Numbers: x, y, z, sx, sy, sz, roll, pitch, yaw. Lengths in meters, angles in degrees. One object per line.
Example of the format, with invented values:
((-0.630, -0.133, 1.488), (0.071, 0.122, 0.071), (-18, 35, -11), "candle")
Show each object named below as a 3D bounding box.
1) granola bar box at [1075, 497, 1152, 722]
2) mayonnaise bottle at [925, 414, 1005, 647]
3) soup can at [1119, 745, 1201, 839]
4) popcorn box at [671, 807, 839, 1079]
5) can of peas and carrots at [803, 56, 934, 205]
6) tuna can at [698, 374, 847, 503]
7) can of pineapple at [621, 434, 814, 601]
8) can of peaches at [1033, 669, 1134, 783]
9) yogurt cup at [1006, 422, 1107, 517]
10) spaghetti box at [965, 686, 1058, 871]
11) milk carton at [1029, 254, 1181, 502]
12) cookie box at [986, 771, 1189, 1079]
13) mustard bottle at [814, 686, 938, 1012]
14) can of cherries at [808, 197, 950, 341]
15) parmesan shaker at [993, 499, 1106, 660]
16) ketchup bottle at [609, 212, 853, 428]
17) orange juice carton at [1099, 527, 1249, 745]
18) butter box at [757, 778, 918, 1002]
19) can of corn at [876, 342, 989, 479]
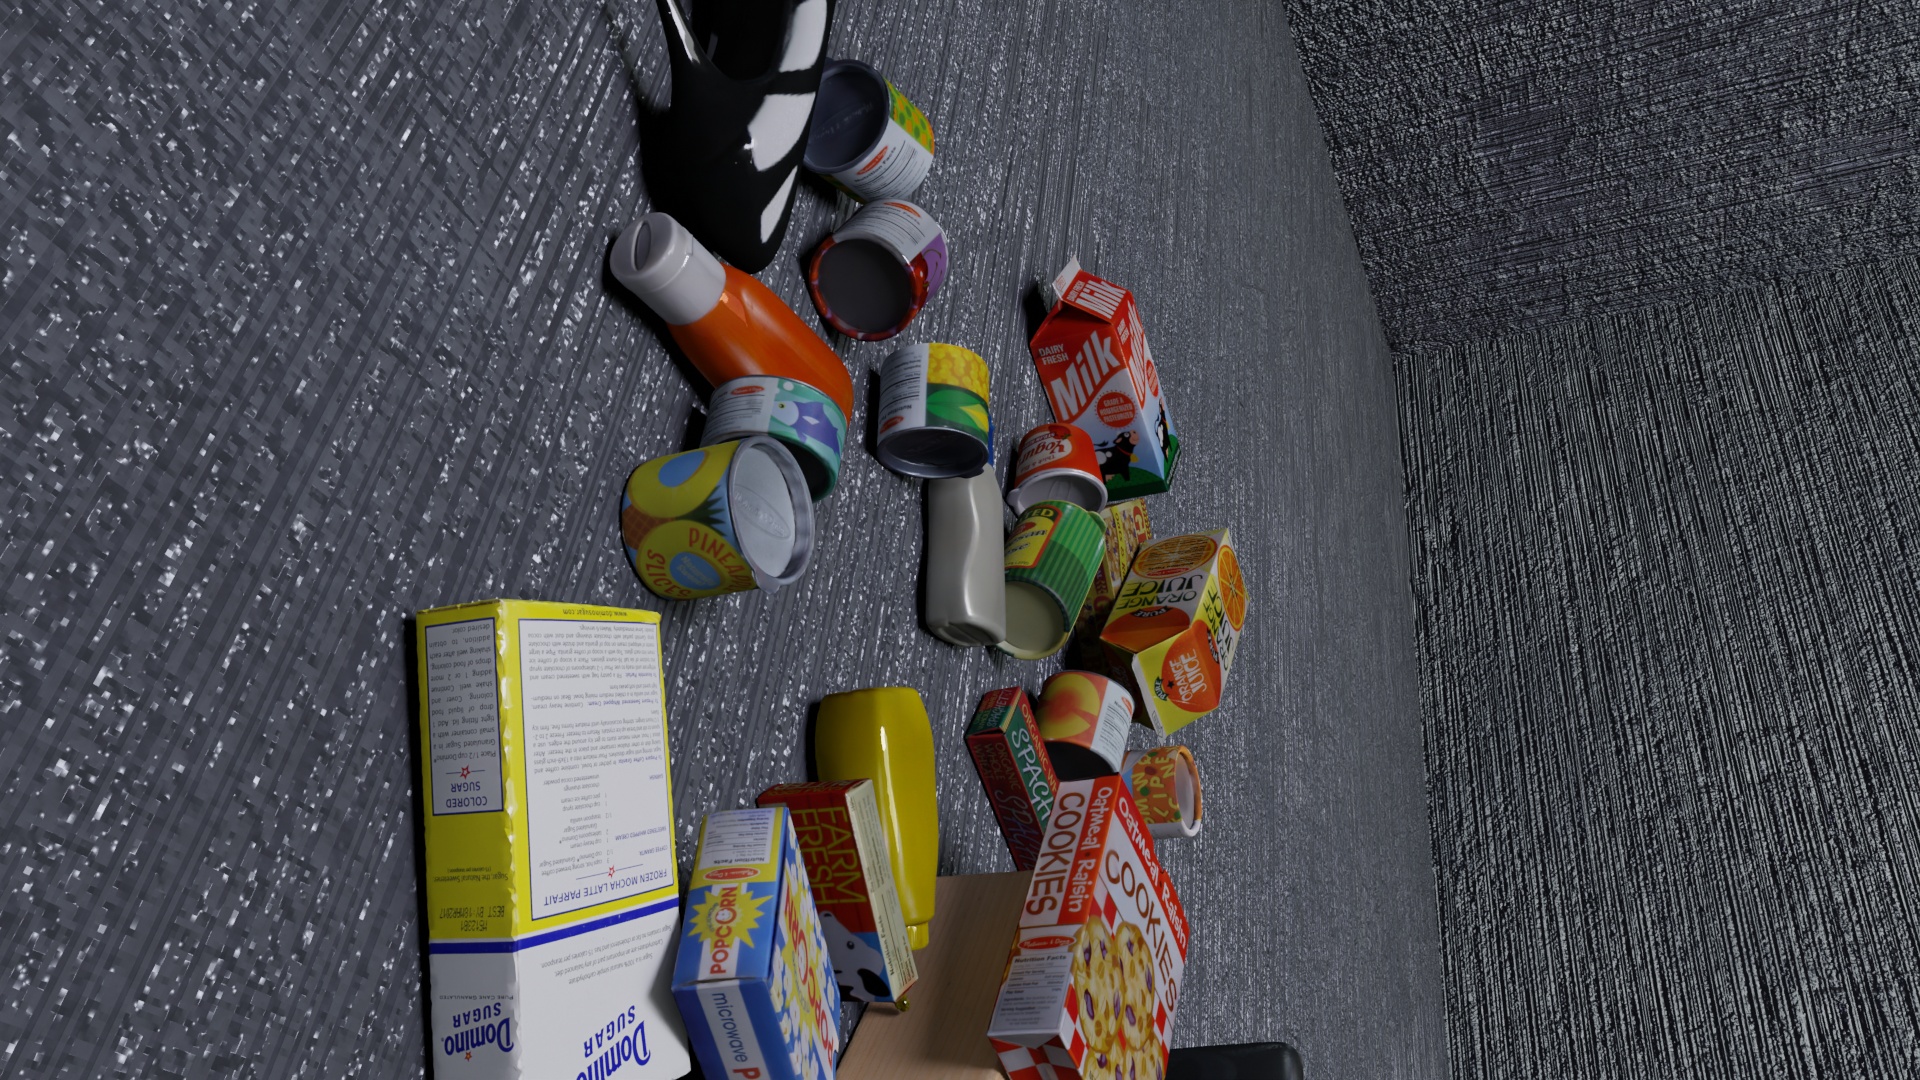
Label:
((0.129, 0.054, 1.120), (0.124, 0.039, 0.165), (-16, 95, -65), "granola bar box")
((0.003, -0.011, 0.870), (0.064, 0.041, 0.148), (39, 46, -58), "mayonnaise bottle")
((0.126, 0.182, 1.010), (0.071, 0.083, 0.071), (37, 47, -56), "soup can")
((-0.078, 0.182, 0.559), (0.085, 0.038, 0.126), (-93, 176, -55), "popcorn box")
((-0.057, -0.233, 0.793), (0.059, 0.071, 0.071), (18, 65, -64), "can of peas and carrots")
((-0.087, -0.044, 0.653), (0.071, 0.071, 0.033), (50, 39, -49), "tuna can")
((-0.106, -0.008, 0.607), (0.071, 0.058, 0.071), (36, 49, -57), "can of pineapple")
((0.079, 0.131, 0.949), (0.071, 0.071, 0.058), (59, 37, -39), "can of peaches")
((0.070, -0.048, 1.005), (0.072, 0.072, 0.054), (52, 28, -47), "yogurt cup")
((0.061, 0.212, 0.924), (0.249, 0.028, 0.050), (69, 26, -23), "spaghetti box")
((0.112, -0.130, 1.114), (0.189, 0.073, 0.073), (69, 27, -23), "milk carton")
((0.072, 0.221, 0.707), (0.122, 0.040, 0.168), (66, 28, -26), "cookie box")
((-0.040, 0.155, 0.700), (0.065, 0.049, 0.160), (17, 67, -63), "mustard bottle")
((-0.046, -0.151, 0.787), (0.071, 0.071, 0.059), (68, 27, -25), "can of cherries")
((0.056, 0.024, 0.934), (0.071, 0.071, 0.103), (69, 27, -23), "parmesan shaker")
((-0.105, -0.098, 0.661), (0.148, 0.043, 0.065), (44, 36, -52), "ketchup bottle")
((0.161, 0.070, 1.048), (0.071, 0.073, 0.194), (69, 28, -22), "orange juice carton")
((-0.058, 0.164, 0.653), (0.024, 0.053, 0.103), (-22, 101, -63), "butter box")
((-0.014, -0.075, 0.823), (0.071, 0.071, 0.058), (40, 45, -55), "can of corn")
